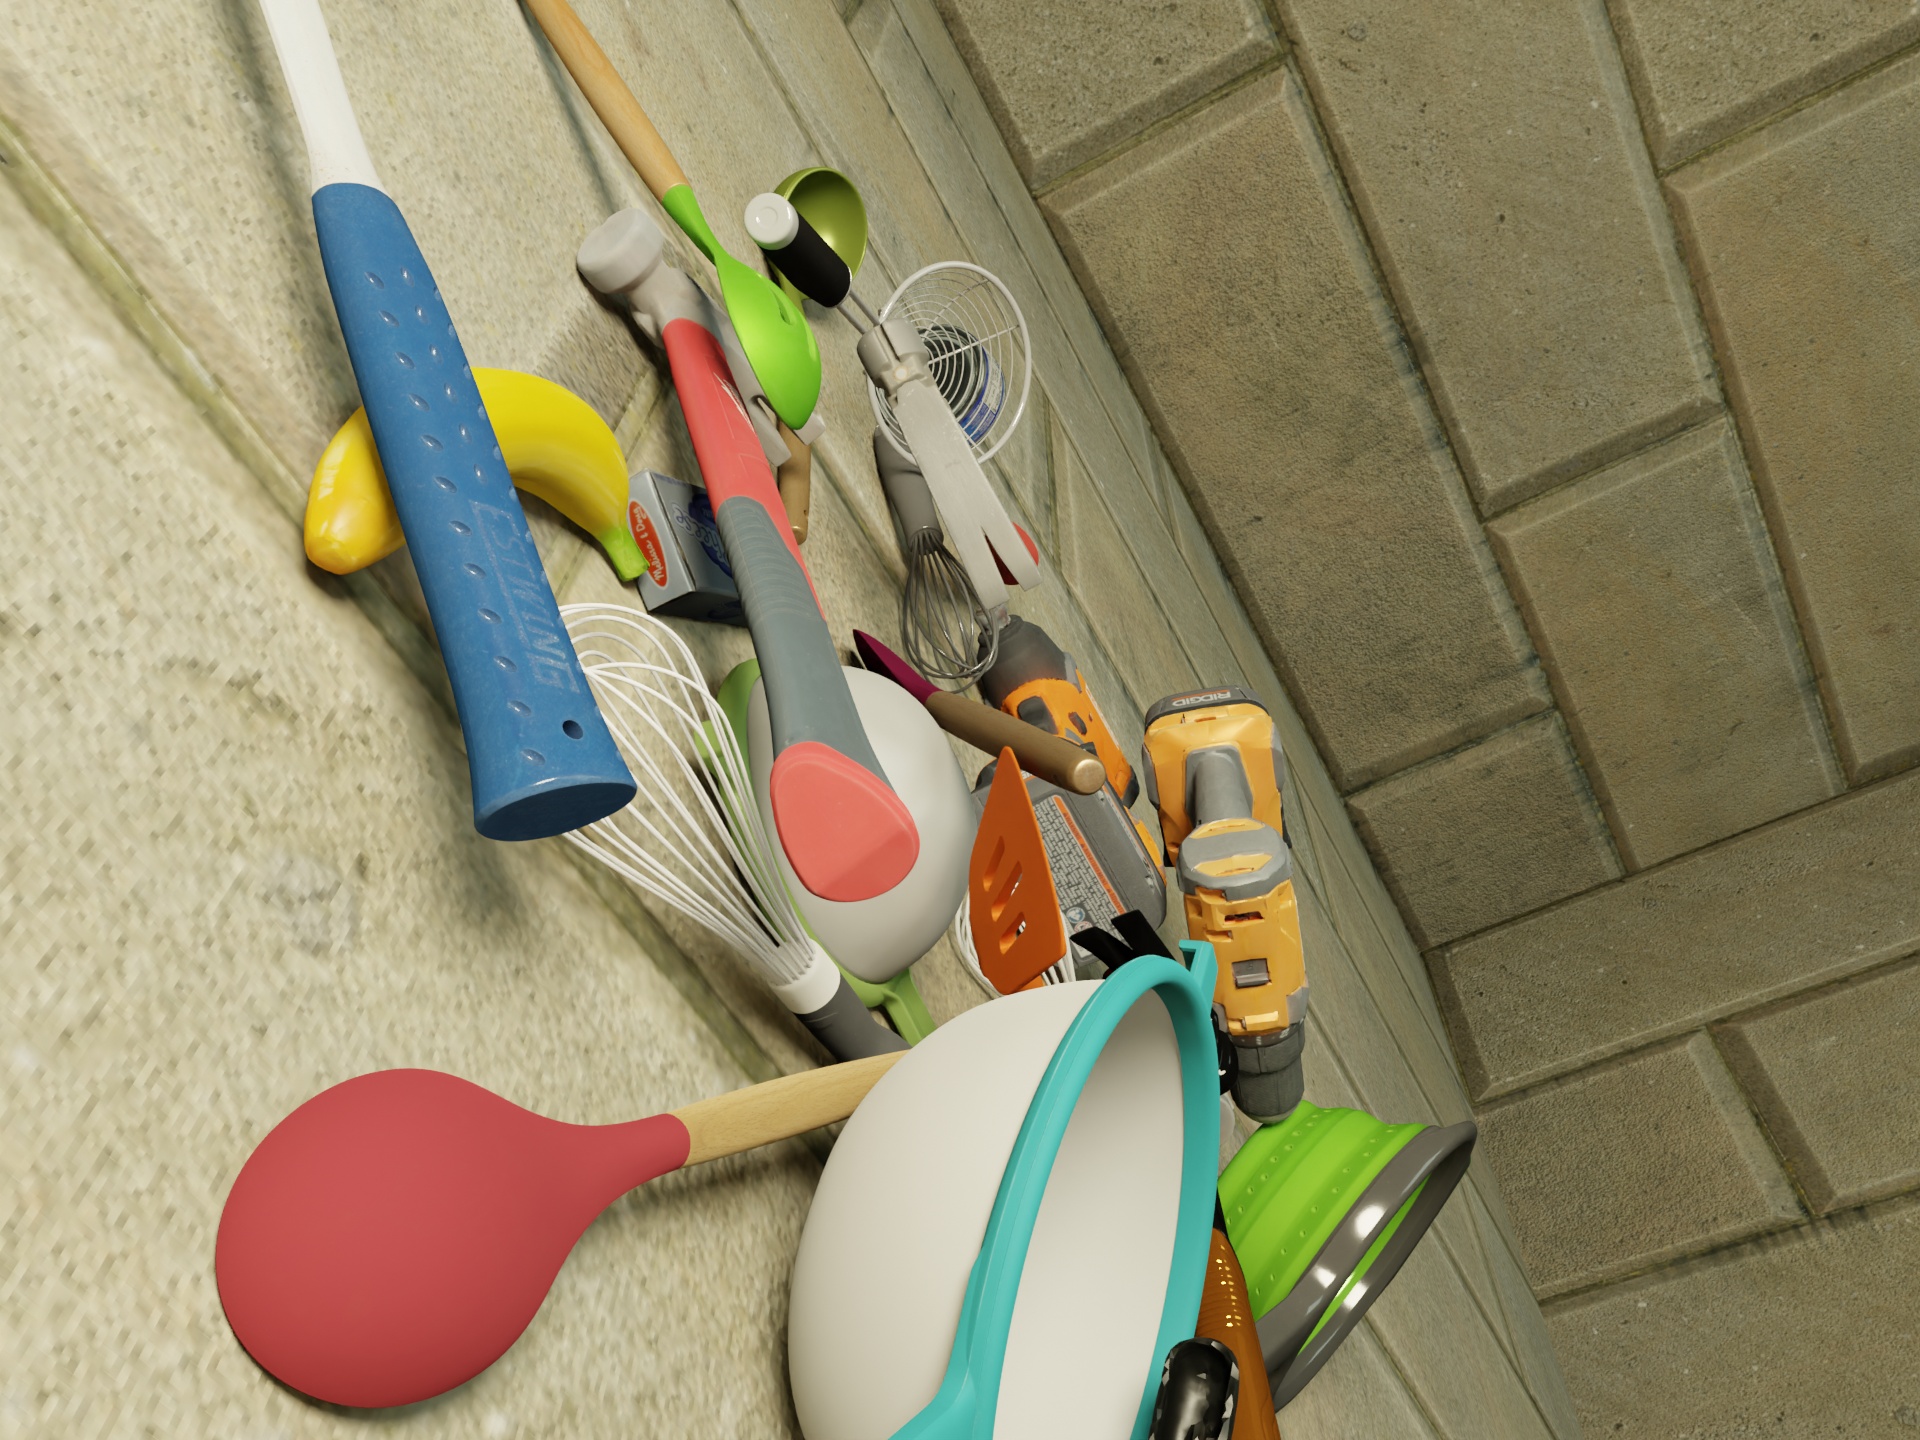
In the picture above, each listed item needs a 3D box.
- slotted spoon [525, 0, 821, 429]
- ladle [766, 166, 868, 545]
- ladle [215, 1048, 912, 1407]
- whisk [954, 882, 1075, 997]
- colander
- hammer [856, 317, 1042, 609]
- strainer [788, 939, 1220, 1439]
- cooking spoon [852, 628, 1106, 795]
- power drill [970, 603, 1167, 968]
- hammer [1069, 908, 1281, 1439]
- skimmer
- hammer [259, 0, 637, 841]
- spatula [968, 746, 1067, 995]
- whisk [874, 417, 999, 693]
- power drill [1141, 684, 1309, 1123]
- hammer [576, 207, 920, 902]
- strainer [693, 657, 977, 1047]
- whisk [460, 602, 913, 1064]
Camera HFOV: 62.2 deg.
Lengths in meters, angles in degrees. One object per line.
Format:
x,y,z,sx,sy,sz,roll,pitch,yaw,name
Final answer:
-0.138,-0.250,0.707,0.314,0.031,0.070,57,7,23,slotted spoon
-0.082,-0.210,0.895,0.078,0.062,0.321,60,18,-44,ladle
-0.068,0.116,0.448,0.315,0.031,0.069,10,61,-66,ladle
0.058,0.163,0.824,0.058,0.059,0.246,-51,127,-31,whisk
0.155,0.289,0.849,0.095,0.204,0.397,36,19,28,colander
0.017,-0.113,0.927,0.149,0.036,0.359,64,5,7,hammer
-0.020,0.174,0.442,0.340,0.095,0.211,-3,100,-64,strainer
-0.001,-0.002,0.676,0.068,0.017,0.319,63,-10,-14,cooking spoon
0.052,0.026,0.940,0.164,0.084,0.227,60,12,-19,power drill
0.101,0.231,0.623,0.127,0.034,0.337,53,20,-37,hammer
-0.026,-0.211,0.845,0.363,0.090,0.127,-13,119,-81,skimmer
-0.171,-0.155,0.457,0.144,0.035,0.406,4,59,-56,hammer
0.041,0.119,0.675,0.322,0.041,0.081,66,8,-59,spatula
-0.023,-0.107,0.959,0.055,0.055,0.239,49,18,-46,whisk
0.161,0.103,0.928,0.226,0.084,0.185,-85,164,-61,power drill
-0.069,-0.066,0.601,0.143,0.038,0.387,46,13,-39,hammer
-0.012,0.082,0.653,0.256,0.069,0.151,65,15,-9,strainer
-0.069,0.068,0.535,0.070,0.070,0.284,-96,161,-48,whisk
